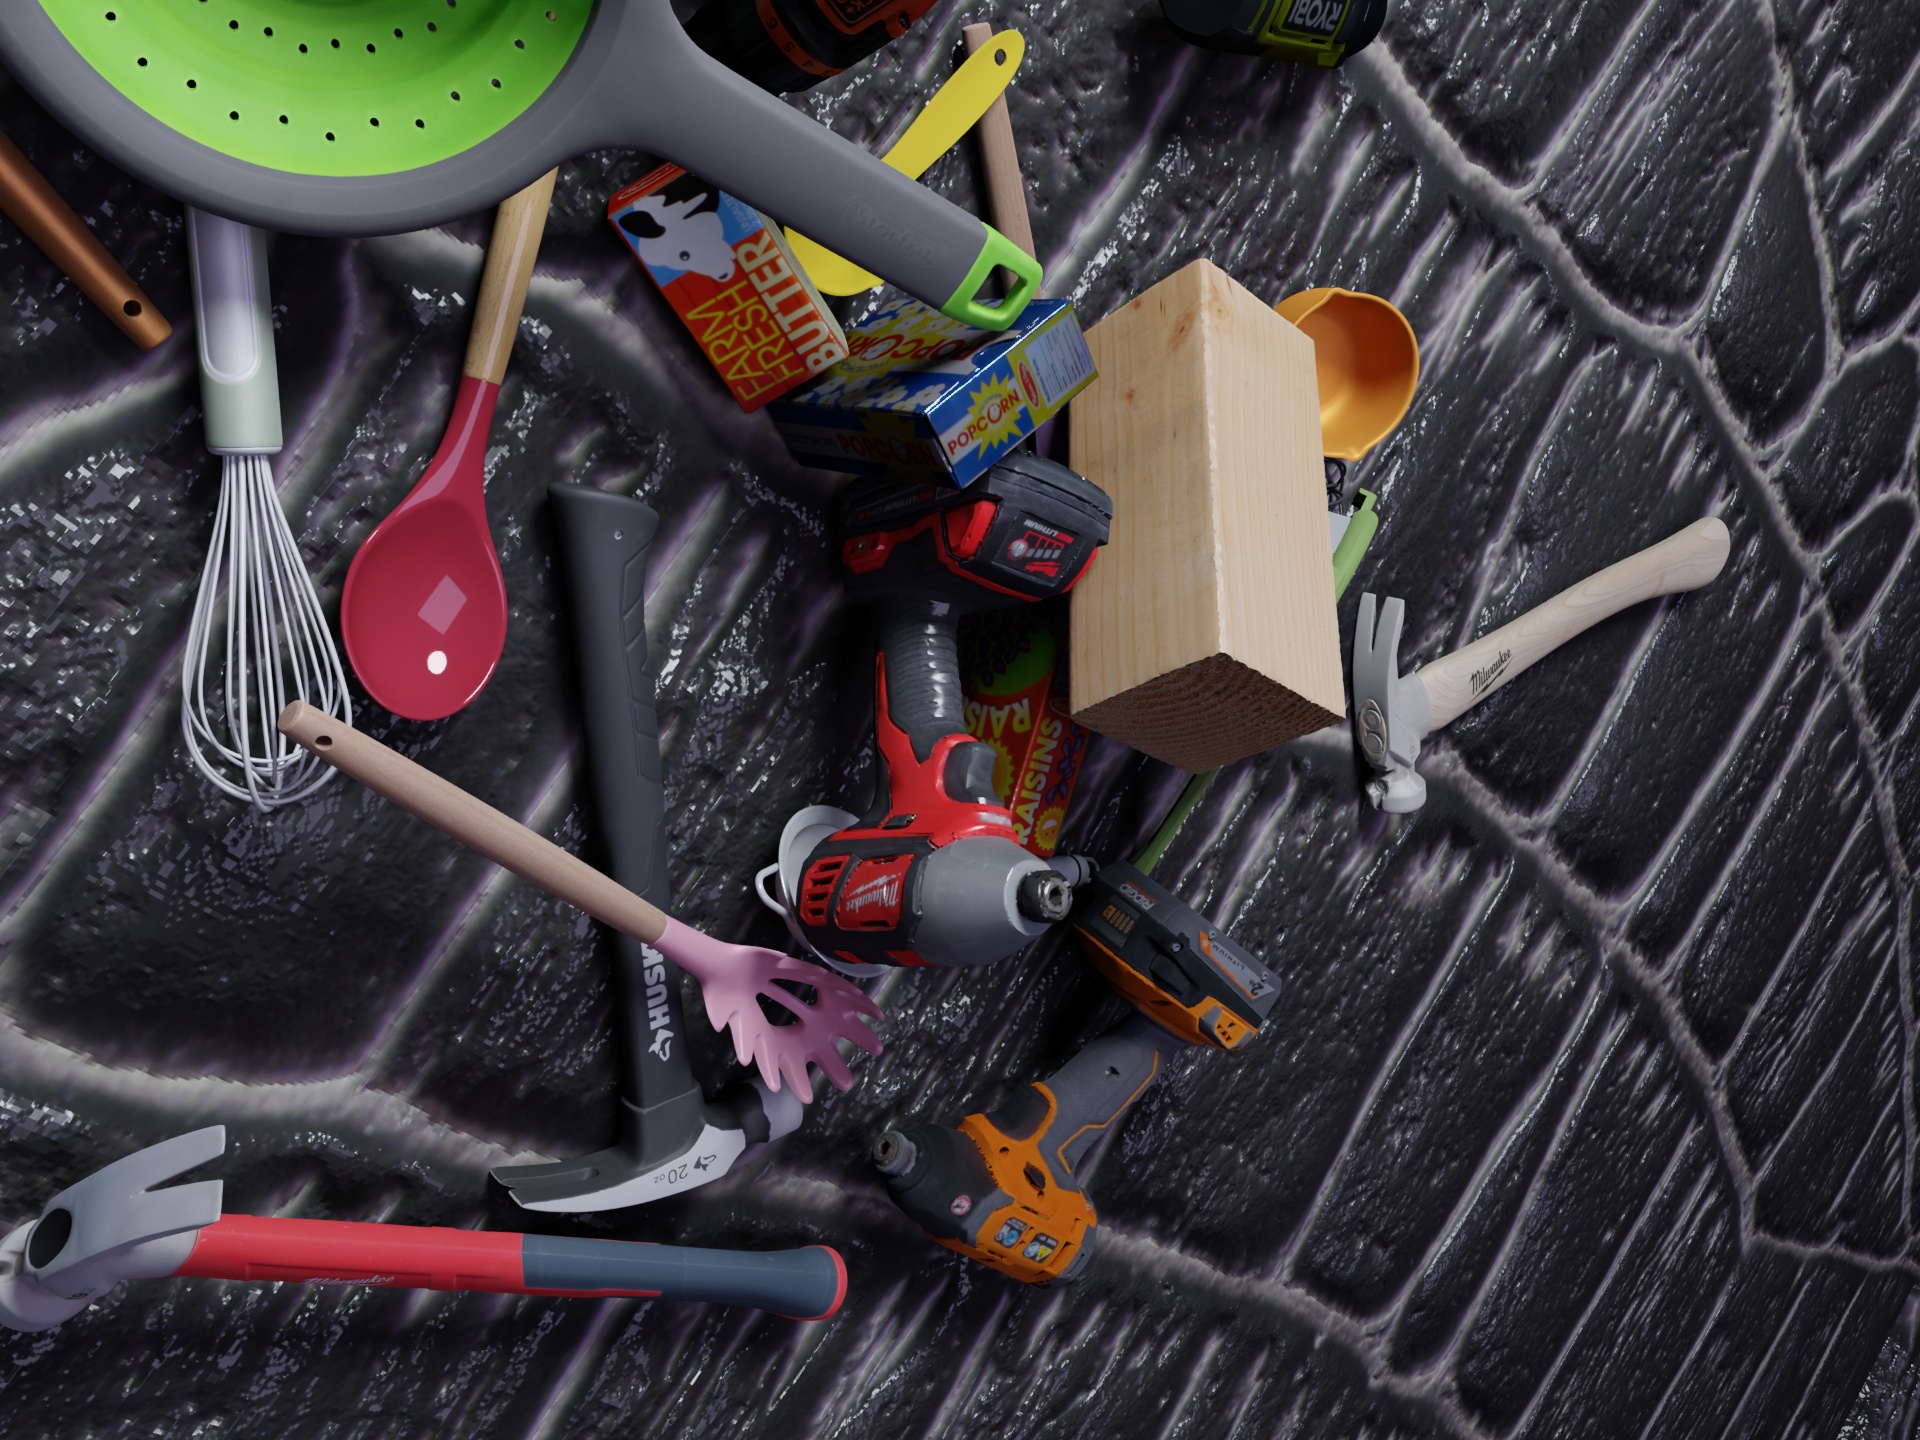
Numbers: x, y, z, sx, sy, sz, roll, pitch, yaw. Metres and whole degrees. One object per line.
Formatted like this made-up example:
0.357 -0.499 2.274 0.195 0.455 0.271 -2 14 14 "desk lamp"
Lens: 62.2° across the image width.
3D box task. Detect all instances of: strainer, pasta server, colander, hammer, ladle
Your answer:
0.129 -0.016 0.855 0.256 0.069 0.151 -62 174 31 "strainer"
-0.141 0.078 0.649 0.060 0.040 0.315 -49 133 -1 "pasta server"
-0.137 -0.240 0.534 0.396 0.095 0.204 20 119 -35 "colander"
-0.147 0.062 0.695 0.146 0.035 0.334 -16 114 -35 "hammer"
-0.014 0.085 0.808 0.258 0.050 0.087 1 66 -45 "strainer"
-0.177 -0.155 0.607 0.069 0.031 0.315 11 95 -48 "ladle"
-0.179 0.227 0.677 0.386 0.143 0.038 24 46 -45 "hammer"
0.418 -0.078 1.112 0.410 0.038 0.146 -25 117 -32 "hammer"

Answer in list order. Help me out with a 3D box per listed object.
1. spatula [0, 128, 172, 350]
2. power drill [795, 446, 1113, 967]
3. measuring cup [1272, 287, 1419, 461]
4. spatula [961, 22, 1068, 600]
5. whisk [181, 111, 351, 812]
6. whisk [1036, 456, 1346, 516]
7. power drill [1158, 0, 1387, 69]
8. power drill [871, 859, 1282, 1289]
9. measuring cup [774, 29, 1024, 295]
-0.340 -0.234 0.440 0.081 0.041 0.322 -48 129 -18 "spatula"
-0.001 -0.002 0.693 0.078 0.143 0.220 17 74 -39 "power drill"
0.160 -0.180 0.868 0.173 0.052 0.095 -18 115 -7 "measuring cup"
0.039 -0.175 0.783 0.060 0.018 0.315 -33 124 -33 "spatula"
-0.251 -0.087 0.558 0.057 0.059 0.246 -2 102 -10 "whisk"
0.127 -0.113 0.850 0.239 0.055 0.055 -11 111 -38 "whisk"
0.190 -0.426 0.749 0.171 0.080 0.223 -20 139 -48 "power drill"
0.058 0.193 0.866 0.226 0.084 0.164 -53 130 -2 "power drill"
-0.027 -0.249 0.697 0.156 0.029 0.062 -51 128 -15 "measuring cup"
